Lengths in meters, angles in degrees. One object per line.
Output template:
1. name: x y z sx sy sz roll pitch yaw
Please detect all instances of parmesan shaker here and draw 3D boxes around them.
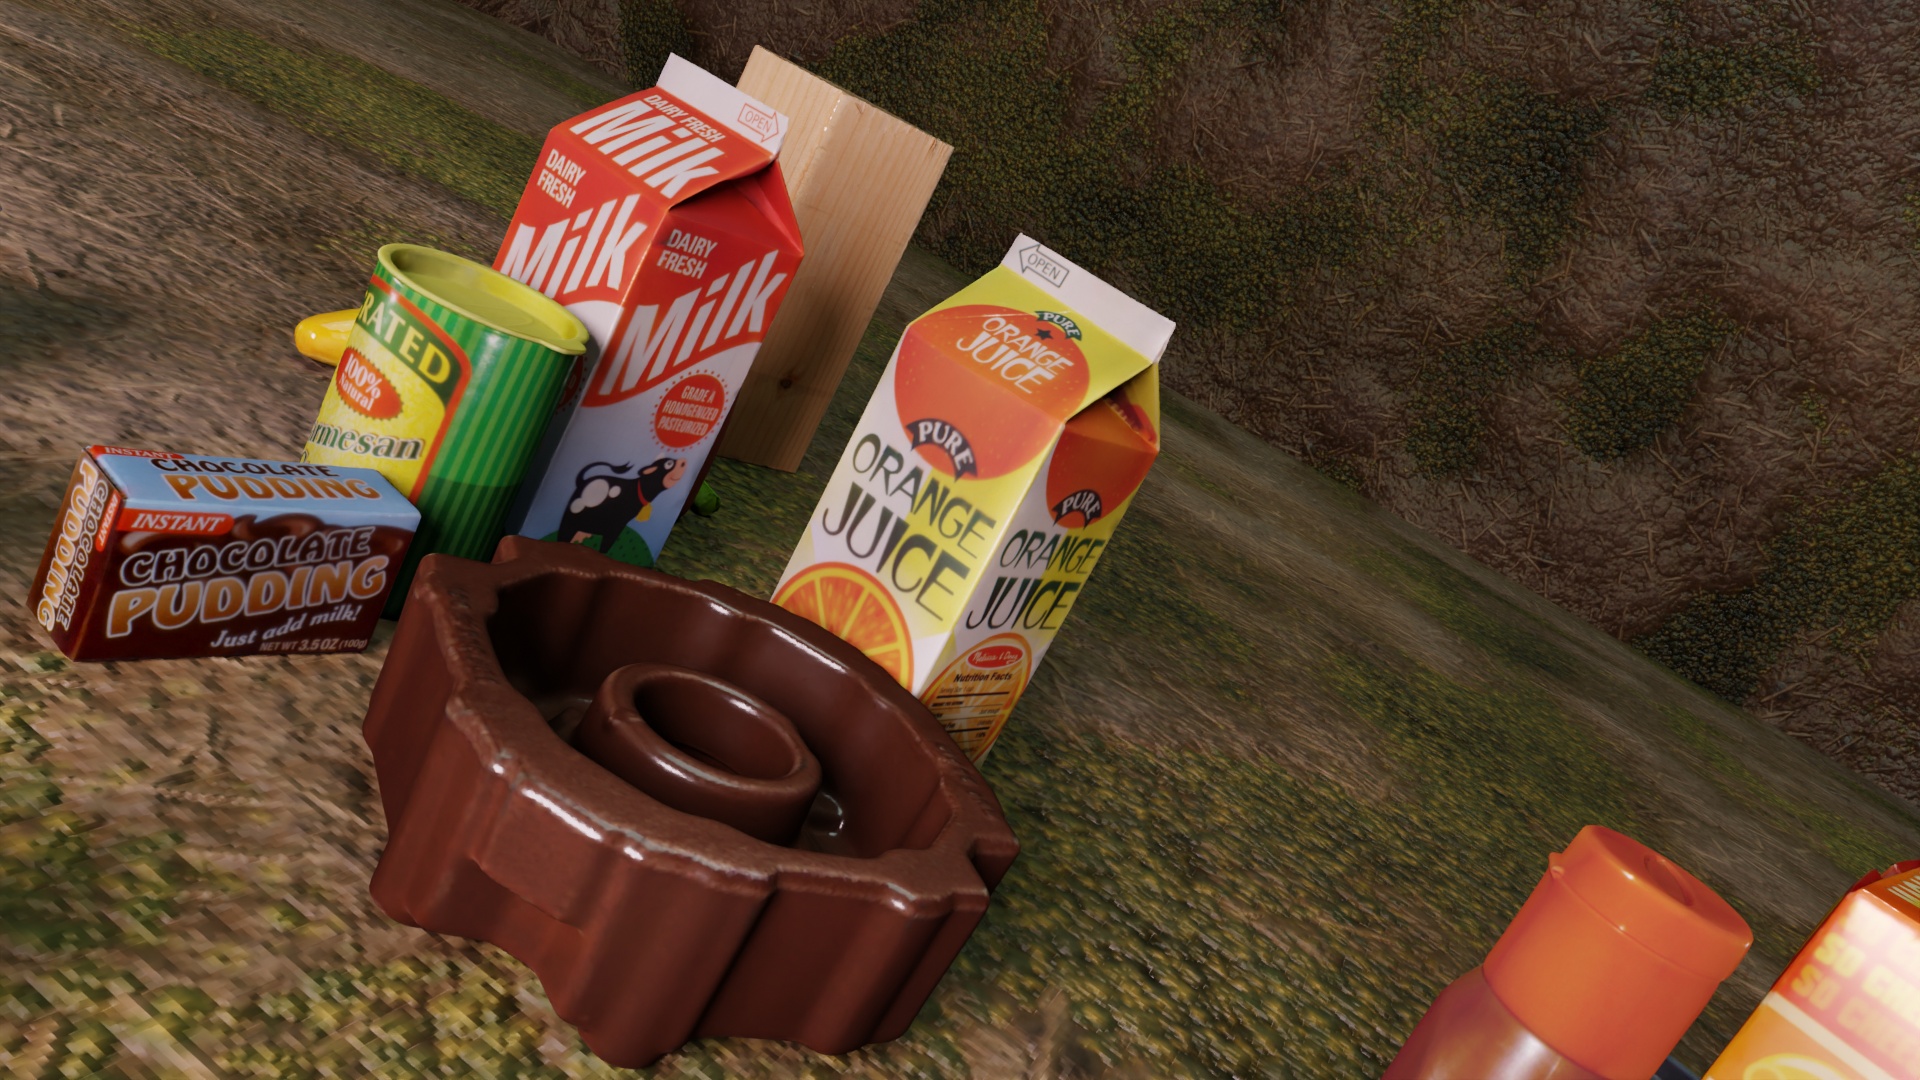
1. parmesan shaker: -0.168 -0.032 0.444 0.071 0.102 0.071 26 14 -7

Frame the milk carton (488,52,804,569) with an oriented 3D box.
1. milk carton: -0.125 -0.080 0.512 0.072 0.190 0.073 36 16 30

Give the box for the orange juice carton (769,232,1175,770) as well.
1. orange juice carton: 0.002 -0.006 0.485 0.072 0.192 0.073 36 16 30

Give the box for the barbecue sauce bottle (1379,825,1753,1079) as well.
1. barbecue sauce bottle: 0.107 0.130 0.294 0.044 0.148 0.065 32 14 17

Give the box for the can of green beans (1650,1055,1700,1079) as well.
1. can of green beans: 0.204 0.193 0.437 0.071 0.057 0.071 26 14 -7

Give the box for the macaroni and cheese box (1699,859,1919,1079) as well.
1. macaroni and cheese box: 0.185 0.152 0.324 0.124 0.166 0.040 11 21 -49

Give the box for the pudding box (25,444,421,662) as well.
1. pudding box: -0.196 0.004 0.376 0.030 0.049 0.084 36 16 28

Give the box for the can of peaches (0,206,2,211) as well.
1. can of peaches: -0.332 -0.083 0.410 0.071 0.058 0.071 26 14 -7

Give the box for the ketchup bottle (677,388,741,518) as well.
1. ketchup bottle: -0.123 -0.086 0.621 0.065 0.148 0.043 31 14 13
